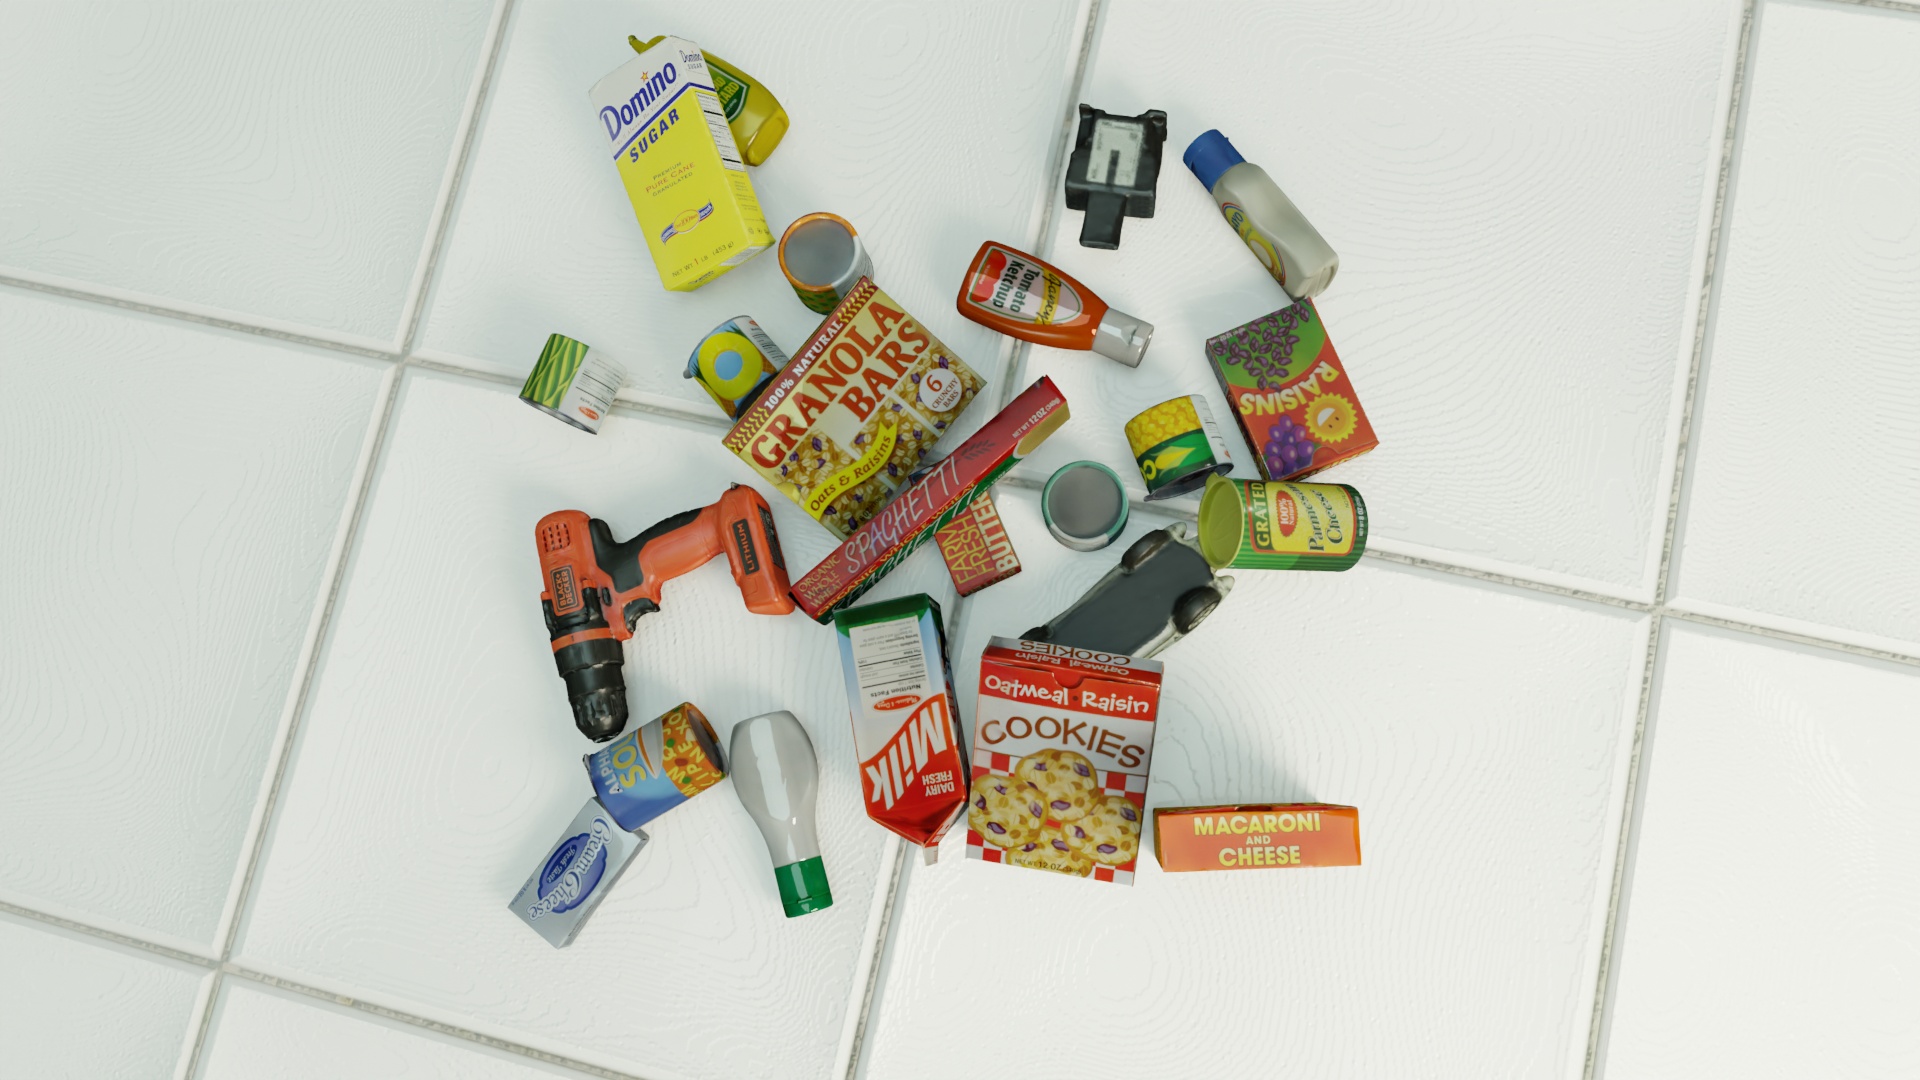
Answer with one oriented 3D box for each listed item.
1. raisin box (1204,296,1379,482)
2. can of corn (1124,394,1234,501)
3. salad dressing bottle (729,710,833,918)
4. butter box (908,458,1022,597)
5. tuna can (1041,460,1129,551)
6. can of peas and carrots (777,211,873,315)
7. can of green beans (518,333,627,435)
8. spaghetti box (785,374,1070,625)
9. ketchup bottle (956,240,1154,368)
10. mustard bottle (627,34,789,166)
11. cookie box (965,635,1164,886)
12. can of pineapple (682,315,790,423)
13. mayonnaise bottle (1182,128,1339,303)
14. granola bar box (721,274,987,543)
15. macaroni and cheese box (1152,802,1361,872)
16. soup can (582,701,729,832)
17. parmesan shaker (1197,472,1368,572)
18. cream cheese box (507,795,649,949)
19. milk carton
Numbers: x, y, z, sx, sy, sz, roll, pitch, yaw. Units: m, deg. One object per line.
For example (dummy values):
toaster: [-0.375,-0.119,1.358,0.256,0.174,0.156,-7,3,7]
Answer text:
raisin box: [0.248,-0.109,1.045,0.086,0.040,0.123,-22,79,1]
can of corn: [0.160,-0.068,1.034,0.071,0.071,0.058,-20,78,3]
salad dressing bottle: [-0.130,0.202,1.030,0.064,0.044,0.148,-14,79,-5]
butter box: [0.004,-0.013,1.063,0.053,0.024,0.103,-24,78,3]
tuna can: [0.095,-0.029,1.051,0.071,0.033,0.071,-1,80,6]
can of peas and carrots: [-0.108,-0.219,1.096,0.071,0.058,0.071,-1,79,6]
can of green beans: [-0.306,-0.124,1.098,0.071,0.071,0.058,23,83,10]
spaghetti box: [-0.021,-0.028,1.030,0.250,0.050,0.029,-40,76,-1]
ketchup bottle: [0.075,-0.177,1.076,0.149,0.043,0.065,24,83,10]
mustard bottle: [-0.217,-0.372,1.141,0.160,0.049,0.065,36,91,11]
cookie box: [0.071,0.156,0.974,0.123,0.040,0.166,8,114,8]
can of pineapple: [-0.171,-0.131,1.084,0.071,0.071,0.058,-42,78,-2]
mayonnaise bottle: [0.228,-0.250,1.063,0.041,0.064,0.148,-35,74,-3]
granola bar box: [-0.080,-0.097,1.049,0.124,0.039,0.165,40,87,-10]
macaroni and cheese box: [0.192,0.196,0.931,0.124,0.166,0.040,-3,79,6]
soup can: [-0.226,0.166,1.034,0.084,0.071,0.071,-30,78,0]
parmesan shaker: [0.231,-0.014,0.998,0.103,0.071,0.071,2,79,-18]
cream cheese box: [-0.287,0.250,1.049,0.053,0.024,0.104,36,86,10]
milk carton: [-0.037,0.141,1.016,0.073,0.072,0.191,-12,78,5]
